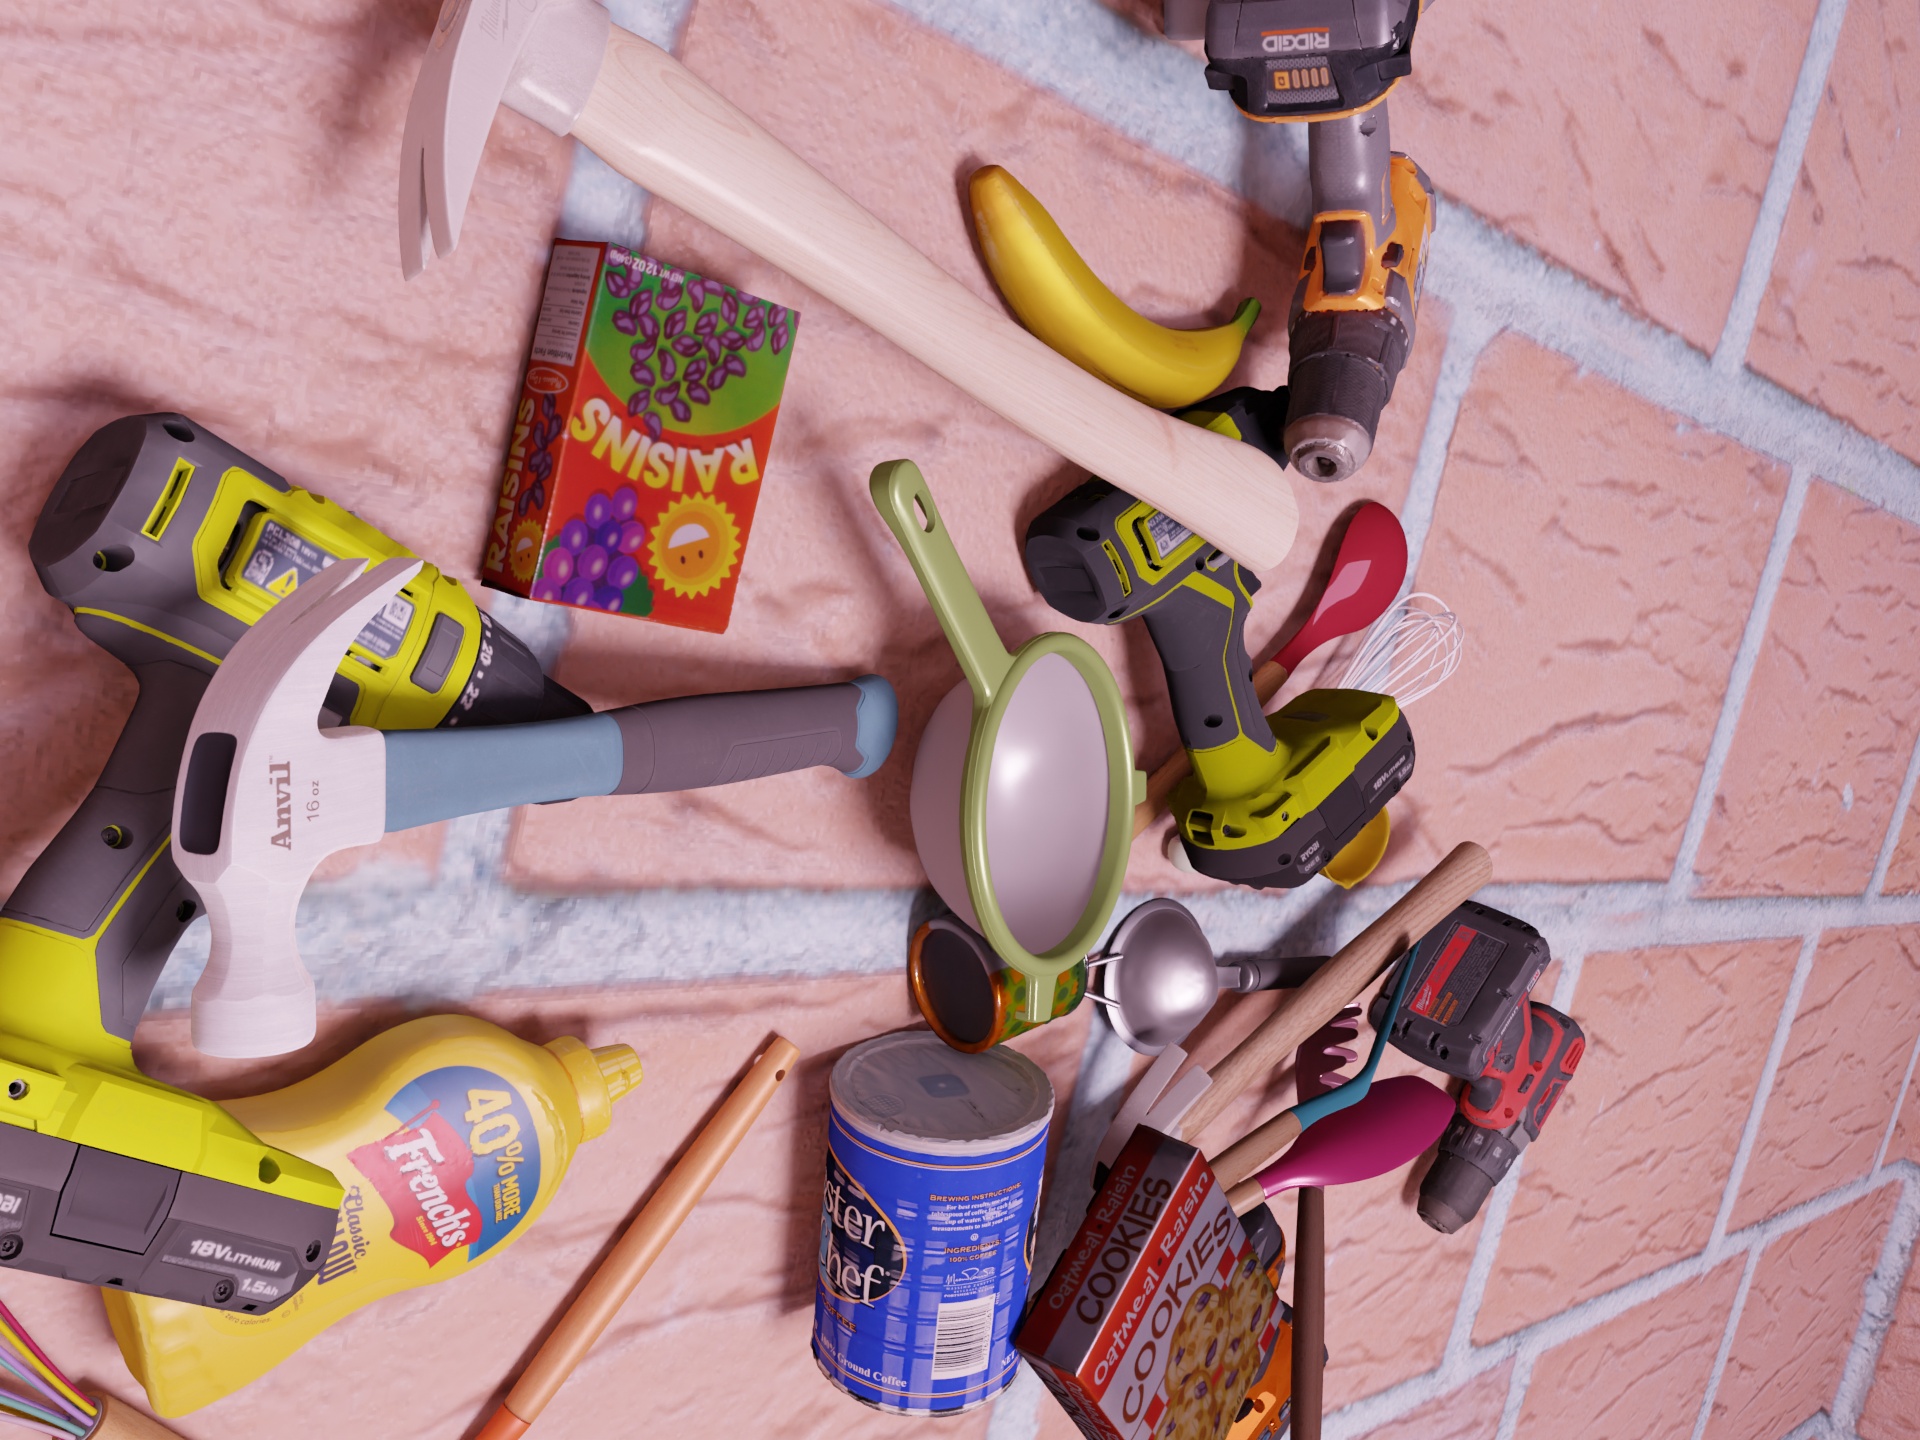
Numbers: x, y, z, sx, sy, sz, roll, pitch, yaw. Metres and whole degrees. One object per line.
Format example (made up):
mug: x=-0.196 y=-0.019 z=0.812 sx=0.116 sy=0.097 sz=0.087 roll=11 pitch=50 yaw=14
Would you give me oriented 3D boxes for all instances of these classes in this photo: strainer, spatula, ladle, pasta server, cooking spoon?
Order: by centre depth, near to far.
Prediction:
spatula: x=-0.162 y=0.270 z=0.658 sx=0.323 sy=0.041 sz=0.080 roll=-53 pitch=133 yaw=-17
strainer: x=-0.001 y=-0.002 z=0.678 sx=0.152 sy=0.069 sz=0.256 roll=-61 pitch=138 yaw=-37
ladle: x=0.157 y=-0.012 z=0.871 sx=0.315 sy=0.031 sz=0.069 roll=-43 pitch=129 yaw=-22
cooking spoon: x=0.145 y=0.273 z=0.888 sx=0.319 sy=0.069 sz=0.017 roll=-23 pitch=115 yaw=-20
spatula: x=0.159 y=0.231 z=0.890 sx=0.317 sy=0.044 sz=0.082 roll=-27 pitch=144 yaw=-27
strainer: x=0.162 y=0.148 z=0.925 sx=0.258 sy=0.050 sz=0.087 roll=7 pitch=86 yaw=-48
pasta server: x=0.212 y=0.301 z=0.928 sx=0.060 sy=0.040 sz=0.316 roll=80 pitch=17 yaw=-45

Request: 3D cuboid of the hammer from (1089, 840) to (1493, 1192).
hammer: x=0.201 y=0.169 z=0.929 sx=0.331 sy=0.031 sz=0.130 roll=-34 pitch=146 yaw=-25

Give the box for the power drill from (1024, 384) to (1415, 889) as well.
power drill: x=0.141 y=-0.044 z=0.792 sx=0.171 sy=0.080 sz=0.223 roll=-39 pitch=116 yaw=-26

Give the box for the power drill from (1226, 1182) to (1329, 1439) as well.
power drill: x=0.142 y=0.389 z=0.966 sx=0.164 sy=0.084 sz=0.226 roll=-43 pitch=134 yaw=-23

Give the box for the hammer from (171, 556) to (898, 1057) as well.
hammer: x=-0.113 y=0.012 z=0.541 sx=0.331 sy=0.033 sz=0.128 roll=-8 pitch=100 yaw=-63

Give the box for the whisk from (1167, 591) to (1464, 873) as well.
whisk: x=0.206 y=0.007 z=0.911 sx=0.246 sy=0.058 sz=0.059 roll=-39 pitch=108 yaw=-22

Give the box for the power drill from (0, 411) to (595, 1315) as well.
power drill: x=-0.209 y=0.049 z=0.479 sx=0.190 sy=0.080 sz=0.229 roll=38 pitch=60 yaw=-45

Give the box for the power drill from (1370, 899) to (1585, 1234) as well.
power drill: x=0.365 y=0.251 z=1.132 sx=0.188 sy=0.080 sz=0.226 roll=-52 pitch=136 yaw=-16

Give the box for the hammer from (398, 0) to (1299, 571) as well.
hammer: x=-0.006 y=-0.139 z=0.595 sx=0.410 sy=0.038 sz=0.146 roll=24 pitch=69 yaw=-38

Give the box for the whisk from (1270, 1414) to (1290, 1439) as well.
whisk: x=0.153 y=0.557 z=1.053 sx=0.285 sy=0.070 sz=0.070 roll=-51 pitch=133 yaw=-24

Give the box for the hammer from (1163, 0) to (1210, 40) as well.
hammer: x=-0.014 y=-0.301 z=0.552 sx=0.405 sy=0.035 sz=0.144 roll=-31 pitch=124 yaw=-44

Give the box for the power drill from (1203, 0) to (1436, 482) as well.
power drill: x=0.166 y=-0.235 z=0.706 sx=0.226 sy=0.084 sz=0.185 roll=62 pitch=40 yaw=-53

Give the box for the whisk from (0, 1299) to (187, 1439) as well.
whisk: x=-0.295 y=0.216 z=0.512 sx=0.047 sy=0.051 sz=0.244 roll=-51 pitch=136 yaw=-25

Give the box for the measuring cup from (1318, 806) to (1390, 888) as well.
measuring cup: x=0.188 y=0.070 z=0.937 sx=0.156 sy=0.029 sz=0.062 roll=-2 pitch=107 yaw=-31
